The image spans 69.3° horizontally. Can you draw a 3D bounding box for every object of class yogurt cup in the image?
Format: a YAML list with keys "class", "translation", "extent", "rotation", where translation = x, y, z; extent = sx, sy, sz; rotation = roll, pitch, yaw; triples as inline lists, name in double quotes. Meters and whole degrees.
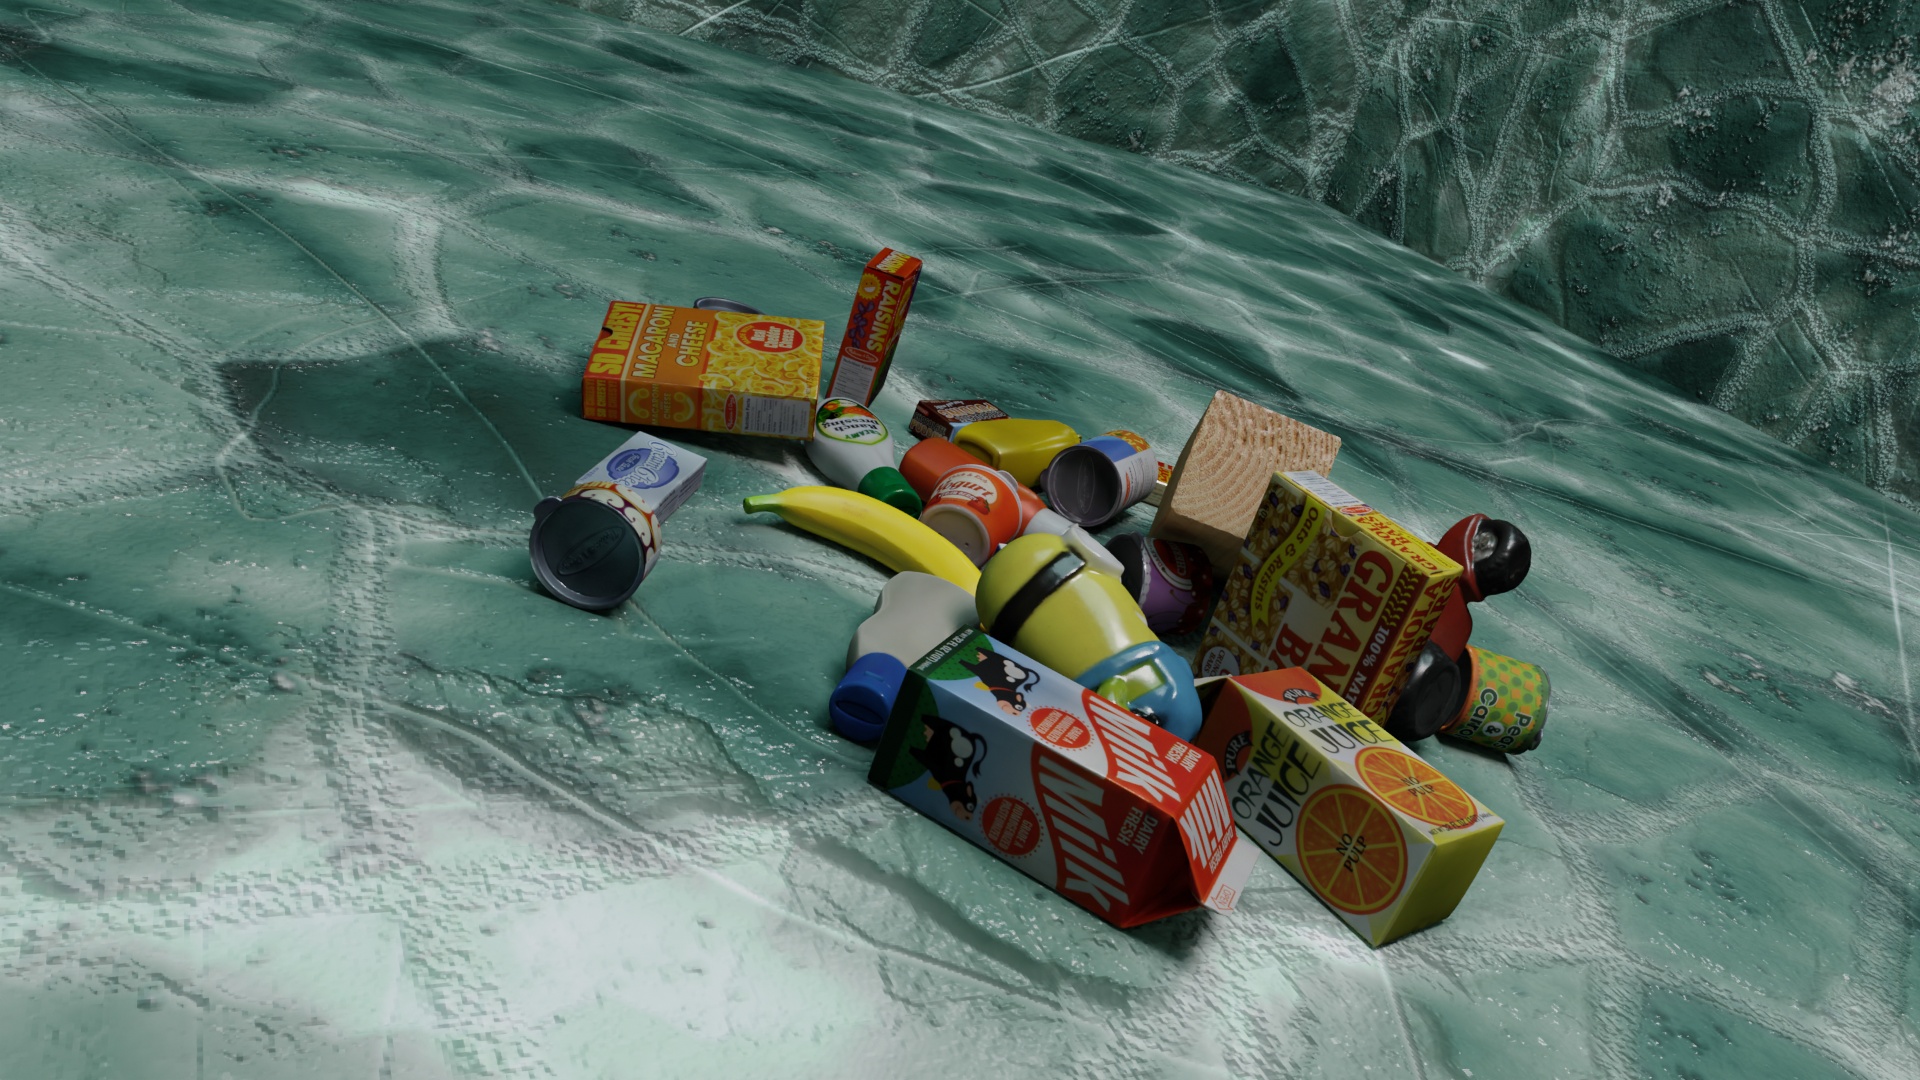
- class: "yogurt cup"
  translation: [0.003, -0.012, 0.966]
  extent: [0.072, 0.072, 0.054]
  rotation: [23, 32, 8]

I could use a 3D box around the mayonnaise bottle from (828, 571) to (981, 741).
- class: "mayonnaise bottle"
  translation: [-0.034, 0.065, 0.800]
  extent: [0.065, 0.041, 0.149]
  rotation: [21, 25, 8]

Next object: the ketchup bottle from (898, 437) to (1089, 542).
- class: "ketchup bottle"
  translation: [0.026, -0.026, 1.034]
  extent: [0.149, 0.043, 0.065]
  rotation: [31, 27, 24]

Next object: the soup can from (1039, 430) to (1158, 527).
- class: "soup can"
  translation: [0.114, -0.052, 1.131]
  extent: [0.071, 0.071, 0.084]
  rotation: [29, 25, 20]

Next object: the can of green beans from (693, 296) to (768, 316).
- class: "can of green beans"
  translation: [-0.192, -0.159, 1.136]
  extent: [0.071, 0.057, 0.071]
  rotation: [16, 24, -7]

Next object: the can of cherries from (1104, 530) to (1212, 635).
- class: "can of cherries"
  translation: [0.135, 0.029, 0.966]
  extent: [0.058, 0.071, 0.072]
  rotation: [9, 26, -24]

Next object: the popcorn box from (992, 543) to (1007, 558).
- class: "popcorn box"
  translation: [0.069, 0.053, 0.904]
  extent: [0.085, 0.038, 0.127]
  rotation: [11, 25, -16]

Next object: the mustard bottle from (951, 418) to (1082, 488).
- class: "mustard bottle"
  translation: [0.058, -0.073, 1.153]
  extent: [0.065, 0.048, 0.161]
  rotation: [29, 25, 31]

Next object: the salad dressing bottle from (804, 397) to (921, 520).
- class: "salad dressing bottle"
  translation: [-0.071, -0.056, 1.023]
  extent: [0.064, 0.043, 0.148]
  rotation: [-5, 32, -24]

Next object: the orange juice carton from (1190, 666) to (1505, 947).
- class: "orange juice carton"
  translation: [0.198, 0.133, 0.791]
  extent: [0.072, 0.072, 0.193]
  rotation: [-2, 32, -41]

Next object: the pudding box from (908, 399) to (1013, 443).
- class: "pudding box"
  translation: [0.004, -0.097, 1.185]
  extent: [0.084, 0.030, 0.050]
  rotation: [-6, 35, -44]

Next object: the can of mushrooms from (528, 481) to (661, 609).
- class: "can of mushrooms"
  translation: [-0.204, 0.000, 0.773]
  extent: [0.071, 0.070, 0.033]
  rotation: [20, 22, 0]

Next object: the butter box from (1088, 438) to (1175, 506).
- class: "butter box"
  translation: [0.157, -0.056, 1.221]
  extent: [0.103, 0.024, 0.053]
  rotation: [19, 24, -1]

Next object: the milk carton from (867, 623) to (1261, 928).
- class: "milk carton"
  translation: [0.058, 0.125, 0.701]
  extent: [0.191, 0.073, 0.072]
  rotation: [27, 25, 16]

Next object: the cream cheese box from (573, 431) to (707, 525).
- class: "cream cheese box"
  translation: [-0.208, -0.037, 0.904]
  extent: [0.053, 0.024, 0.104]
  rotation: [22, 24, 1]

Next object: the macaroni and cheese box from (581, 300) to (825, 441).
- class: "macaroni and cheese box"
  translation: [-0.188, -0.130, 1.041]
  extent: [0.167, 0.040, 0.124]
  rotation: [5, 35, -6]

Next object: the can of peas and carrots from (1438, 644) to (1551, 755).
- class: "can of peas and carrots"
  translation: [0.370, 0.113, 0.974]
  extent: [0.059, 0.070, 0.071]
  rotation: [17, 24, -4]

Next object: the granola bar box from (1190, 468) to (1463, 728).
- class: "granola bar box"
  translation: [0.216, 0.057, 0.854]
  extent: [0.039, 0.164, 0.124]
  rotation: [-4, 33, -38]

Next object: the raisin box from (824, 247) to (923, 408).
- class: "raisin box"
  translation: [-0.073, -0.182, 1.193]
  extent: [0.040, 0.122, 0.086]
  rotation: [20, 23, 1]
